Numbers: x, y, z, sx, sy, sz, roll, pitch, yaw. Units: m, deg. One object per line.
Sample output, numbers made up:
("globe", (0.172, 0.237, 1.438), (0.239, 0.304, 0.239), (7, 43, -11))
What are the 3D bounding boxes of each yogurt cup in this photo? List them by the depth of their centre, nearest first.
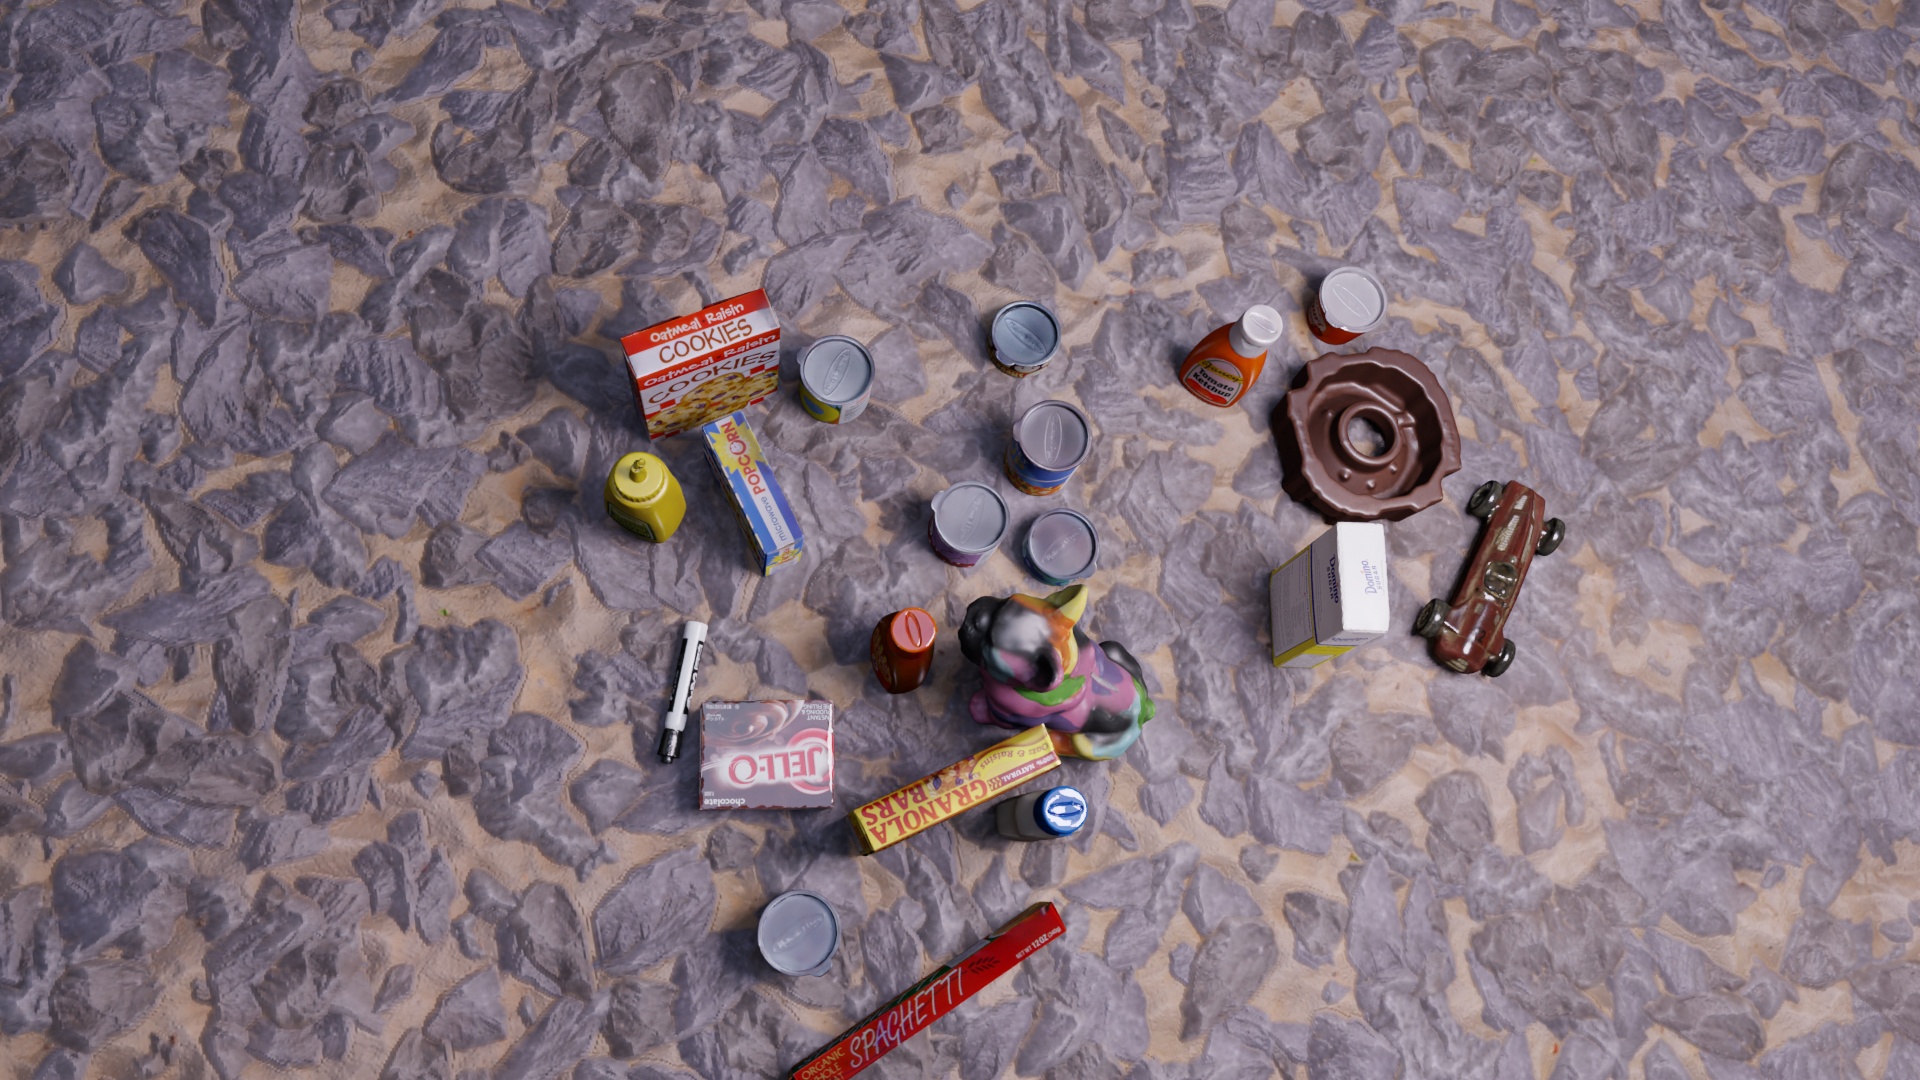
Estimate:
("yogurt cup", (0.370, -0.224, 1.342), (0.072, 0.053, 0.072), (2, 75, -8))

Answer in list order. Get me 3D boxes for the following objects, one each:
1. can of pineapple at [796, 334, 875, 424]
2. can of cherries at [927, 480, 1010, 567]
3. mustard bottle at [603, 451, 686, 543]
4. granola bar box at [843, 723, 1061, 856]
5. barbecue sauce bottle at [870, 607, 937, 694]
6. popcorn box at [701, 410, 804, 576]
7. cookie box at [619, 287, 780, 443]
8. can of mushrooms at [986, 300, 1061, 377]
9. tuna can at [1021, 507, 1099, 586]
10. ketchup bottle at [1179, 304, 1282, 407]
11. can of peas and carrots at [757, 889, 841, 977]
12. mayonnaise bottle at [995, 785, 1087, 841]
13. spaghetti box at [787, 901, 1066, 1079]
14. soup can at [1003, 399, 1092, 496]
("can of pineapple", (-0.113, -0.145, 1.246), (0.071, 0.057, 0.071), (2, 75, -8))
("can of cherries", (0.004, -0.015, 1.229), (0.071, 0.058, 0.071), (2, 75, -8))
("mustard bottle", (-0.263, -0.041, 1.143), (0.065, 0.159, 0.049), (28, 74, -1))
("granola bar box", (-0.009, 0.206, 1.135), (0.166, 0.124, 0.039), (-23, 80, -13))
("barbecue sauce bottle", (-0.046, 0.086, 1.148), (0.044, 0.148, 0.065), (-14, 78, -12))
("popcorn box", (-0.179, -0.039, 1.194), (0.038, 0.085, 0.127), (-25, 81, -14))
("cookie box", (-0.217, -0.146, 1.173), (0.123, 0.167, 0.040), (-23, 80, -13))
("can of mushrooms", (0.057, -0.186, 1.295), (0.071, 0.033, 0.071), (2, 75, -8))
("tuna can", (0.091, 0.008, 1.250), (0.071, 0.032, 0.071), (2, 75, -8))
("ketchup bottle", (0.249, -0.169, 1.260), (0.065, 0.148, 0.043), (31, 74, 0))
("can of peas and carrots", (-0.129, 0.318, 1.121), (0.071, 0.058, 0.071), (2, 75, -8))
("mayonnaise bottle", (0.070, 0.222, 1.130), (0.065, 0.147, 0.041), (-3, 76, -9))
("spaghetti box", (-0.026, 0.373, 1.127), (0.251, 0.050, 0.029), (-30, 82, -15))
("soup can", (0.074, -0.082, 1.244), (0.071, 0.083, 0.071), (2, 75, -8))
